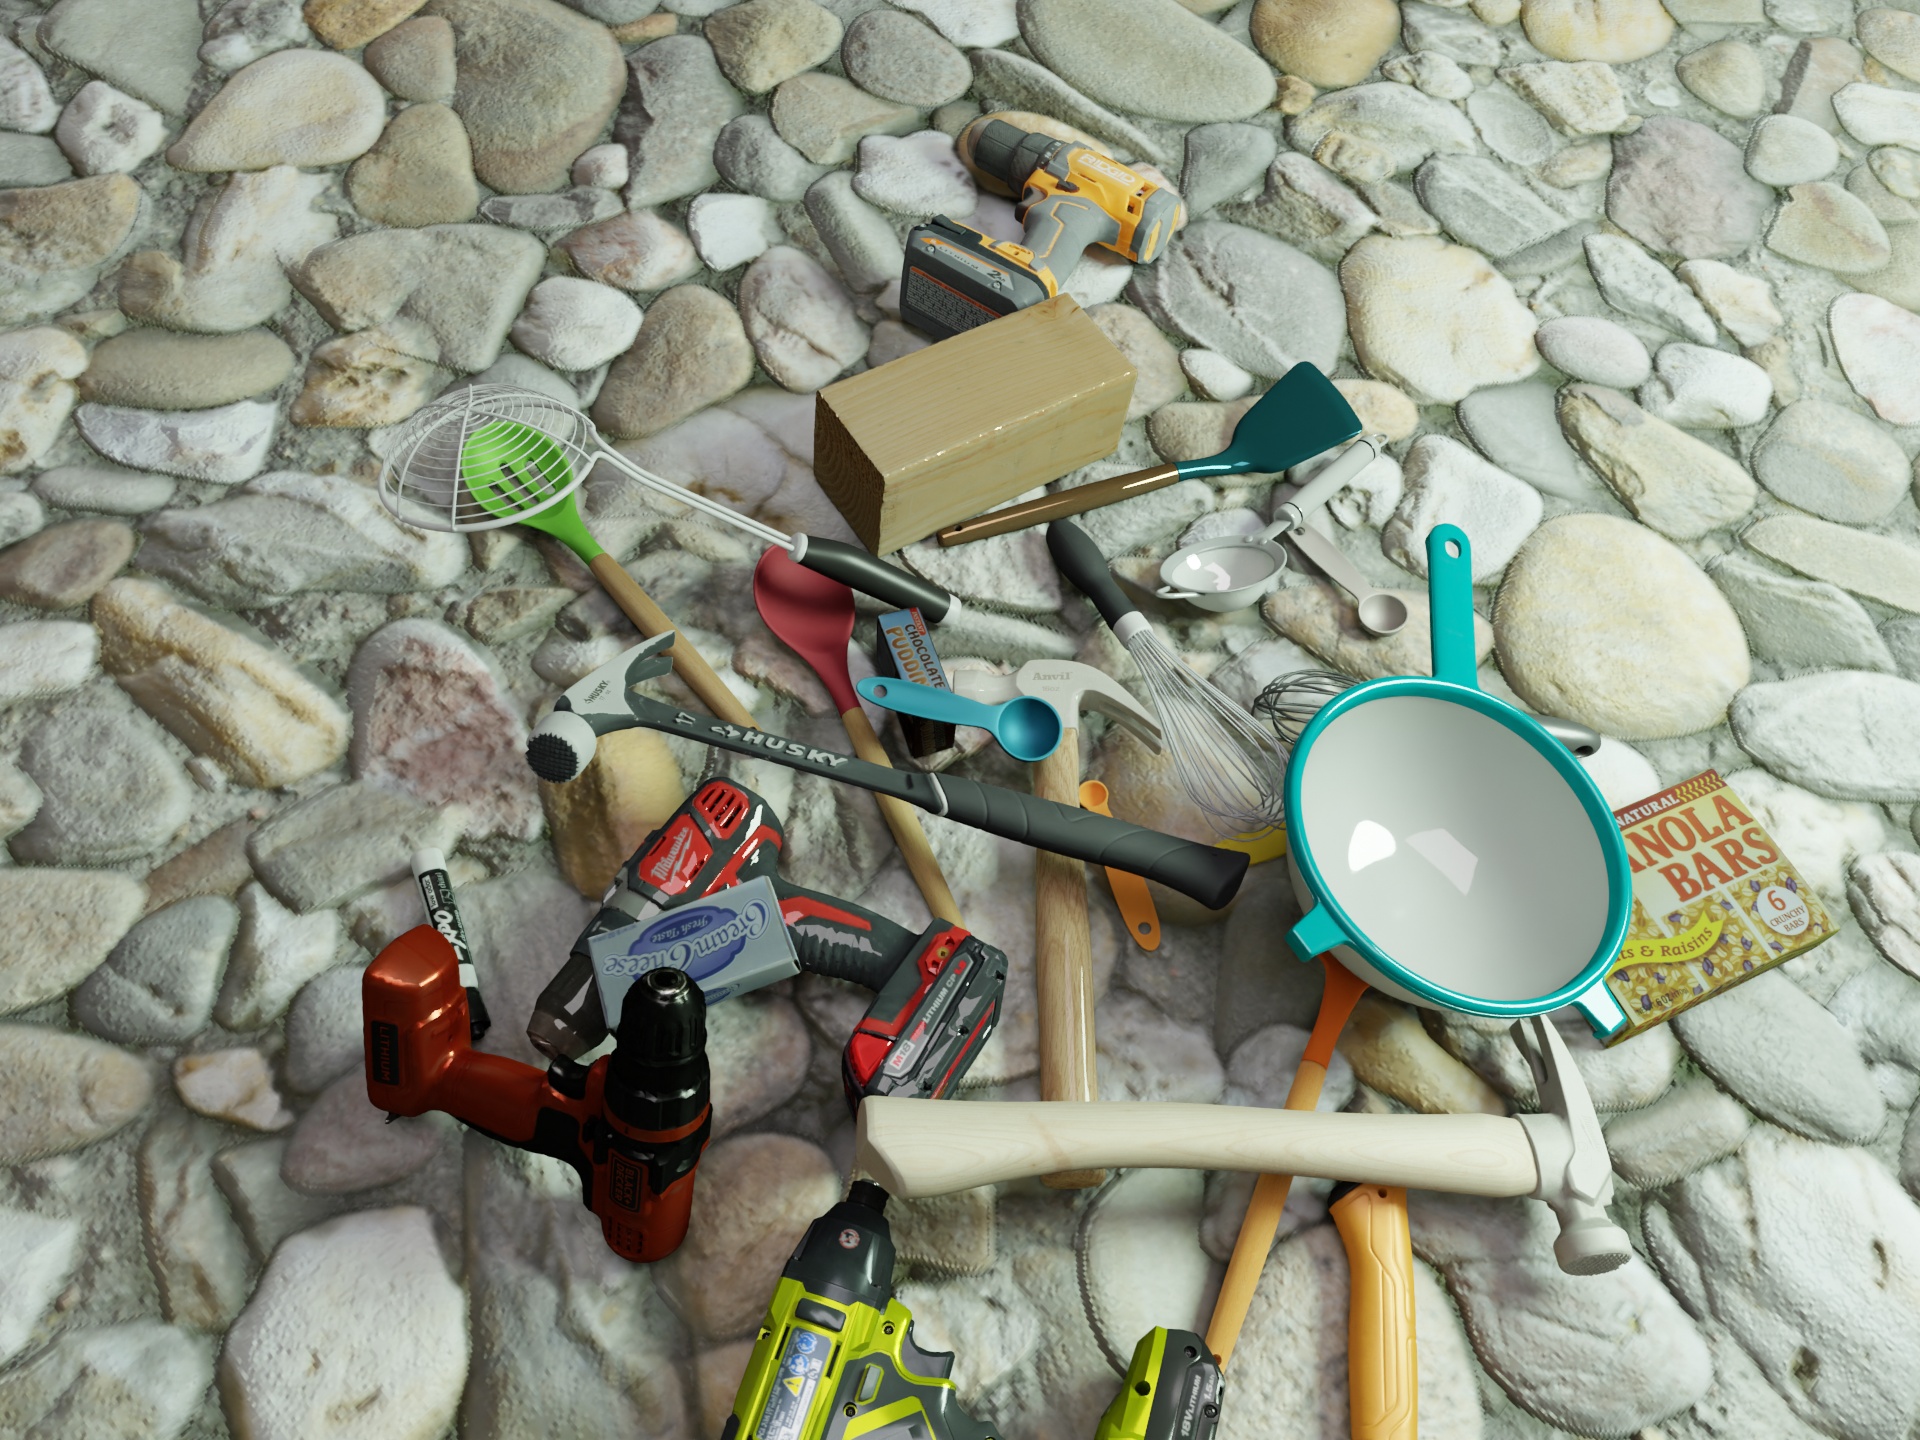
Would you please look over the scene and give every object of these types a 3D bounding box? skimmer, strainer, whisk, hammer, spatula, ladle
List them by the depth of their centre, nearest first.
[{"bbox_3d":[0.218,0.390,0.784,0.127,0.034,0.337,7,57,0],"label":"hammer"},{"bbox_3d":[0.149,0.212,0.836,0.410,0.038,0.146,5,52,-13],"label":"hammer"},{"bbox_3d":[0.190,0.220,0.899,0.081,0.041,0.323,24,62,7],"label":"spatula"},{"bbox_3d":[-0.033,0.036,0.927,0.409,0.036,0.149,16,30,4],"label":"hammer"},{"bbox_3d":[0.062,0.108,0.943,0.130,0.031,0.332,-3,60,4],"label":"hammer"},{"bbox_3d":[0.279,0.033,0.960,0.211,0.095,0.341,15,55,-7],"label":"strainer"},{"bbox_3d":[-0.169,-0.111,0.993,0.363,0.090,0.127,22,36,-29],"label":"skimmer"},{"bbox_3d":[-0.057,0.016,0.999,0.069,0.031,0.316,-12,61,-27],"label":"ladle"},{"bbox_3d":[0.128,-0.036,1.033,0.070,0.070,0.285,-21,56,-18],"label":"whisk"},{"bbox_3d":[0.305,0.003,1.038,0.239,0.055,0.055,7,57,-7],"label":"whisk"},{"bbox_3d":[0.226,-0.136,1.112,0.258,0.050,0.087,-40,38,-27],"label":"strainer"},{"bbox_3d":[0.130,-0.179,1.133,0.317,0.044,0.082,-18,57,-15],"label":"spatula"}]

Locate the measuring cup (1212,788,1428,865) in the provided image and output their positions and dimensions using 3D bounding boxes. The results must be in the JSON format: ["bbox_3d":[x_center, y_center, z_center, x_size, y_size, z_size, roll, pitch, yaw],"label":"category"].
[{"bbox_3d":[0.225,0.061,0.997,0.156,0.029,0.062,-16,60,-17],"label":"measuring cup"}]

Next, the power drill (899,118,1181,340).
[{"bbox_3d":[0.041,-0.383,1.236,0.185,0.084,0.226,33,56,15],"label":"power drill"}]

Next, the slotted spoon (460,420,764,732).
[{"bbox_3d":[-0.225,-0.087,1.048,0.070,0.031,0.314,-35,69,-24],"label":"slotted spoon"}]

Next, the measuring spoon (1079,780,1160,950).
[{"bbox_3d":[0.098,0.089,0.980,0.021,0.011,0.117,-18,64,-5],"label":"measuring spoon"}]

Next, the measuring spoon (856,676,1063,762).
[{"bbox_3d":[-0.002,-0.003,0.970,0.128,0.021,0.042,14,69,-2],"label":"measuring spoon"}]

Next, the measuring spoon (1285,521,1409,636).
[{"bbox_3d":[0.267,-0.100,1.118,0.034,0.018,0.124,-29,58,-14],"label":"measuring spoon"}]

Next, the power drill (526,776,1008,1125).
[{"bbox_3d":[-0.107,0.149,0.882,0.227,0.080,0.188,28,59,15],"label":"power drill"}]

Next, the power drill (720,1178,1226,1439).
[{"bbox_3d":[0.007,0.333,0.776,0.223,0.080,0.171,16,57,8],"label":"power drill"}]
